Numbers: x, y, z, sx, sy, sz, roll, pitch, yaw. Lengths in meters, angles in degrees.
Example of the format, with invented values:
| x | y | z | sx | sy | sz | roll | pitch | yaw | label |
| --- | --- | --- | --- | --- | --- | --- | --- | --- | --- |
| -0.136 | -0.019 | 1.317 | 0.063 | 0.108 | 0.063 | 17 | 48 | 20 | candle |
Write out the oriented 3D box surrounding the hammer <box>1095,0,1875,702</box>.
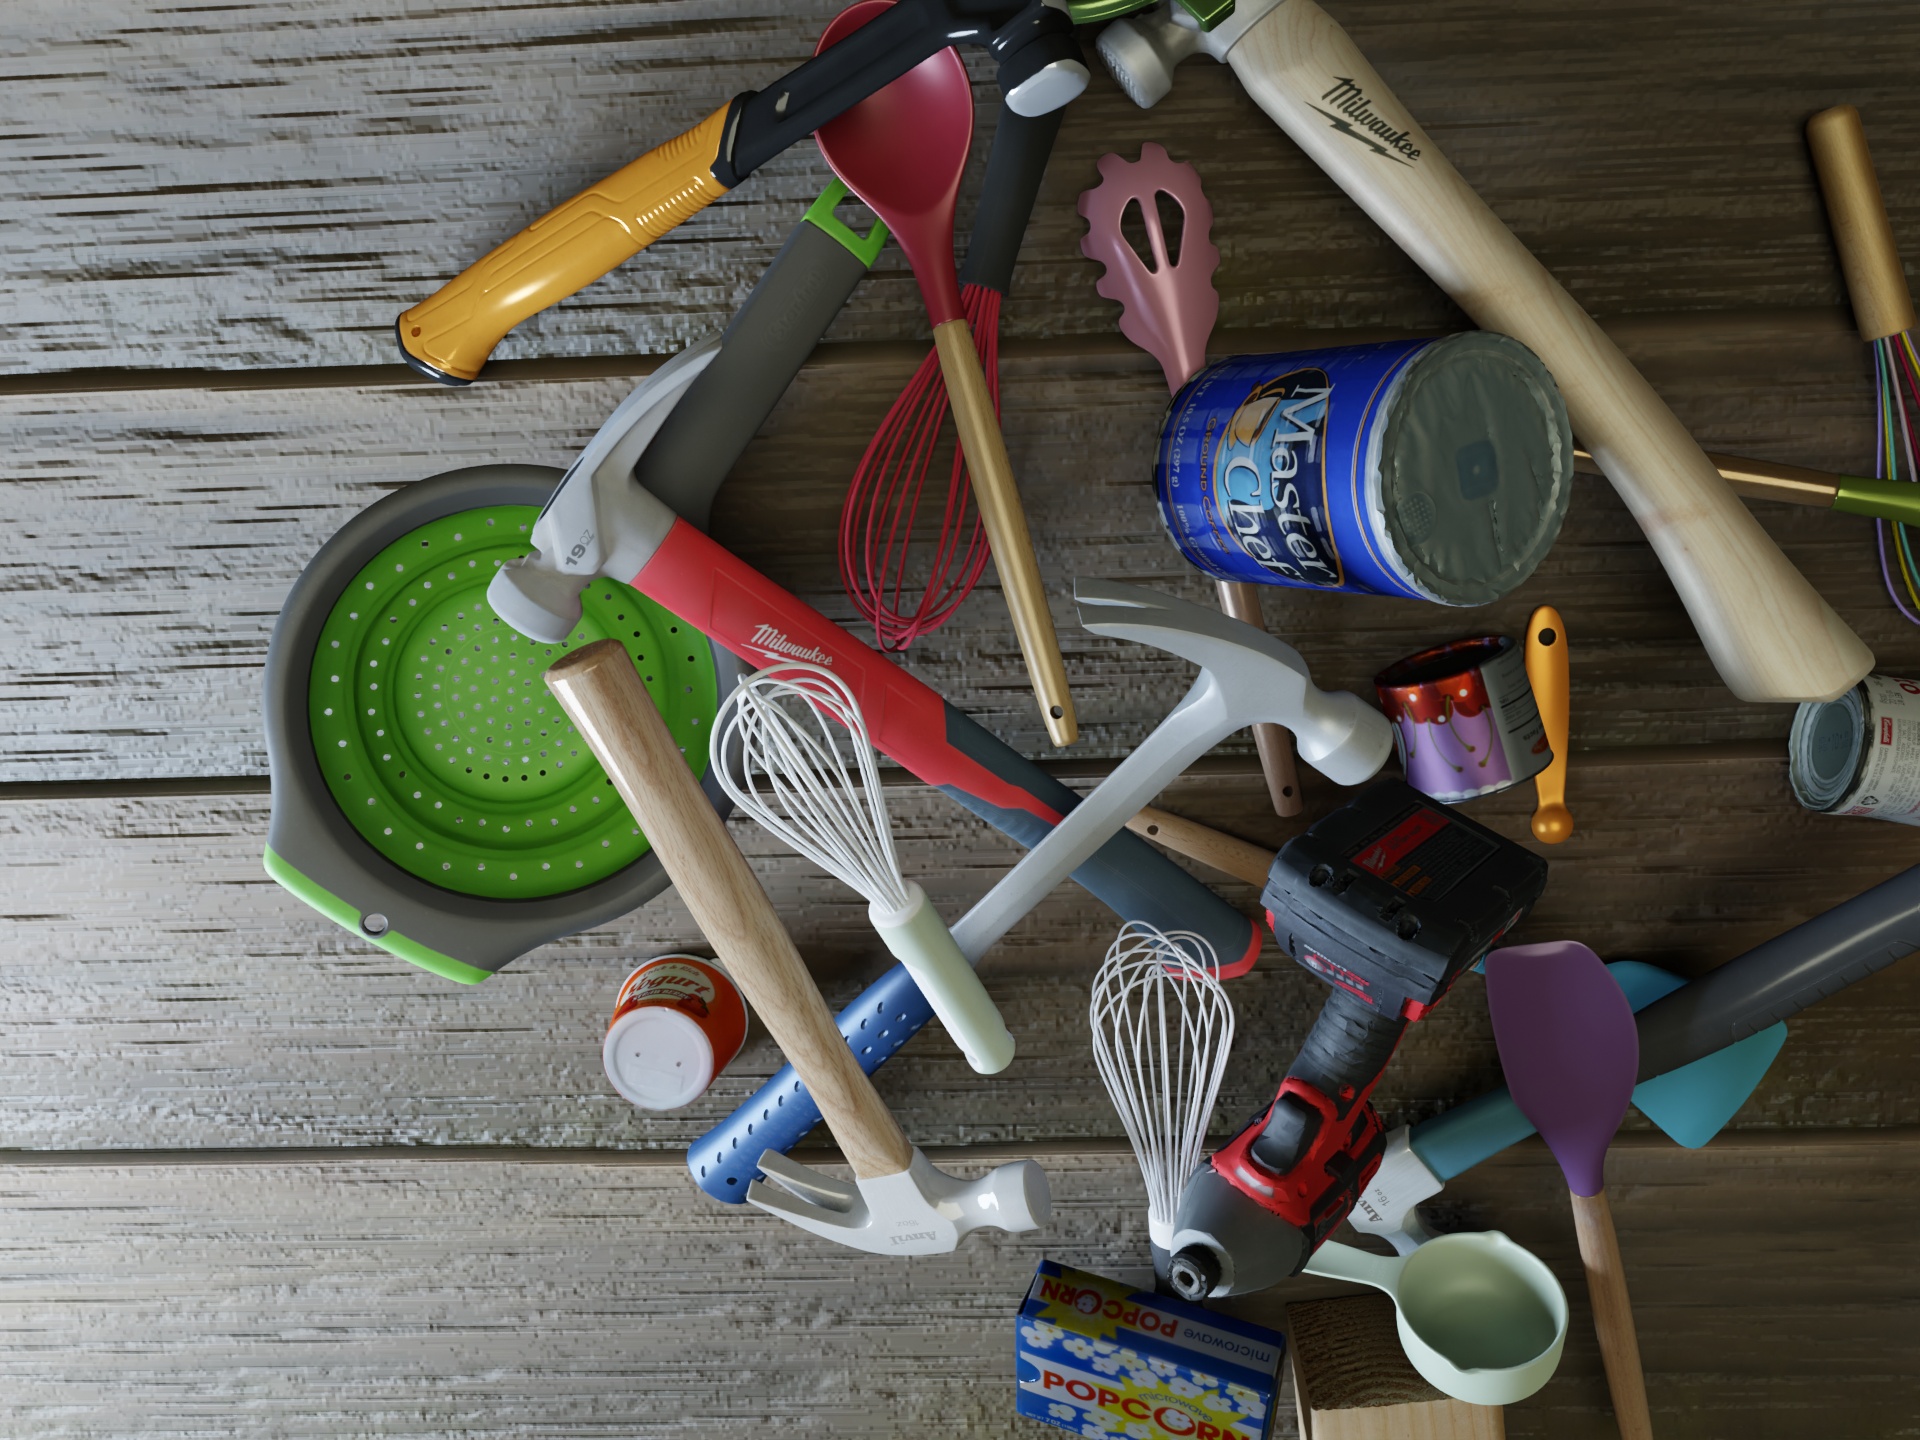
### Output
| x | y | z | sx | sy | sz | roll | pitch | yaw | label |
| --- | --- | --- | --- | --- | --- | --- | --- | --- | --- |
| 0.241 | -0.180 | 0.665 | 0.146 | 0.038 | 0.410 | -40 | 86 | 9 | hammer |

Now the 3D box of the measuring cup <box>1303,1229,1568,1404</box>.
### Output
| x | y | z | sx | sy | sz | roll | pitch | yaw | label |
| --- | --- | --- | --- | --- | --- | --- | --- | --- | --- |
| 0.203 | 0.277 | 0.766 | 0.168 | 0.083 | 0.038 | 7 | 126 | 27 | measuring cup |

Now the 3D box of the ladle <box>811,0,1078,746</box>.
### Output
| x | y | z | sx | sy | sz | roll | pitch | yaw | label |
| --- | --- | --- | --- | --- | --- | --- | --- | --- | --- |
| 0.004 | -0.141 | 0.668 | 0.069 | 0.031 | 0.315 | -15 | 93 | 14 | ladle |

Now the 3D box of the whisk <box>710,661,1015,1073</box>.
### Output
| x | y | z | sx | sy | sz | roll | pitch | yaw | label |
| --- | --- | --- | --- | --- | --- | --- | --- | --- | --- |
| -0.030 | 0.069 | 0.640 | 0.059 | 0.058 | 0.246 | -37 | 129 | -11 | whisk |

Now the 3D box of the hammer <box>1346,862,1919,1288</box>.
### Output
| x | y | z | sx | sy | sz | roll | pitch | yaw | label |
| --- | --- | --- | --- | --- | --- | --- | --- | --- | --- |
| 0.312 | 0.152 | 0.730 | 0.331 | 0.033 | 0.128 | -37 | 101 | 25 | hammer |

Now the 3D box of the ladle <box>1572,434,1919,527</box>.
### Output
| x | y | z | sx | sy | sz | roll | pitch | yaw | label |
| --- | --- | --- | --- | --- | --- | --- | --- | --- | --- |
| 0.346 | -0.102 | 0.677 | 0.320 | 0.062 | 0.078 | 12 | 102 | 14 | ladle |

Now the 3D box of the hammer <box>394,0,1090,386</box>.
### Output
| x | y | z | sx | sy | sz | roll | pitch | yaw | label |
| --- | --- | --- | --- | --- | --- | --- | --- | --- | --- |
| -0.113 | -0.236 | 0.660 | 0.337 | 0.034 | 0.127 | -23 | 83 | 25 | hammer |

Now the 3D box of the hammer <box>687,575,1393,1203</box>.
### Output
| x | y | z | sx | sy | sz | roll | pitch | yaw | label |
| --- | --- | --- | --- | --- | --- | --- | --- | --- | --- |
| -0.004 | 0.098 | 0.712 | 0.144 | 0.035 | 0.405 | 31 | 120 | -22 | hammer |

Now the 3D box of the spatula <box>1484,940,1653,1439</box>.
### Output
| x | y | z | sx | sy | sz | roll | pitch | yaw | label |
| --- | --- | --- | --- | --- | --- | --- | --- | --- | --- |
| 0.299 | 0.238 | 0.744 | 0.060 | 0.018 | 0.315 | -10 | 111 | 20 | spatula |

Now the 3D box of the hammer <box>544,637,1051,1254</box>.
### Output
| x | y | z | sx | sy | sz | roll | pitch | yaw | label |
| --- | --- | --- | --- | --- | --- | --- | --- | --- | --- |
| -0.084 | 0.111 | 0.689 | 0.130 | 0.031 | 0.331 | -18 | 115 | 21 | hammer |

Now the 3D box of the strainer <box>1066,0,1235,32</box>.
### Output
| x | y | z | sx | sy | sz | roll | pitch | yaw | label |
| --- | --- | --- | --- | --- | --- | --- | --- | --- | --- |
| 0.004 | -0.348 | 0.668 | 0.256 | 0.069 | 0.151 | 5 | 85 | 16 | strainer |

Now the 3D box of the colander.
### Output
| x | y | z | sx | sy | sz | roll | pitch | yaw | label |
| --- | --- | --- | --- | --- | --- | --- | --- | --- | --- |
| -0.156 | -0.078 | 0.725 | 0.204 | 0.094 | 0.397 | 35 | 83 | -18 | colander |

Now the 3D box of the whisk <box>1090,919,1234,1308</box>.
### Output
| x | y | z | sx | sy | sz | roll | pitch | yaw | label |
| --- | --- | --- | --- | --- | --- | --- | --- | --- | --- |
| 0.100 | 0.217 | 0.767 | 0.070 | 0.070 | 0.284 | -4 | 118 | 3 | whisk |

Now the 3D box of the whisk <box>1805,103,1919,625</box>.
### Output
| x | y | z | sx | sy | sz | roll | pitch | yaw | label |
| --- | --- | --- | --- | --- | --- | --- | --- | --- | --- |
| 0.419 | -0.151 | 0.700 | 0.051 | 0.047 | 0.245 | -19 | 97 | 8 | whisk |

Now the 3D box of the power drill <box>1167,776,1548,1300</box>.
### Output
| x | y | z | sx | sy | sz | roll | pitch | yaw | label |
| --- | --- | --- | --- | --- | --- | --- | --- | --- | --- |
| 0.154 | 0.145 | 0.671 | 0.079 | 0.143 | 0.219 | 32 | 123 | 29 | power drill |

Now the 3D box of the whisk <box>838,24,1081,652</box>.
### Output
| x | y | z | sx | sy | sz | roll | pitch | yaw | label |
| --- | --- | --- | --- | --- | --- | --- | --- | --- | --- |
| 0.005 | -0.173 | 0.707 | 0.073 | 0.073 | 0.296 | 16 | 97 | -1 | whisk |

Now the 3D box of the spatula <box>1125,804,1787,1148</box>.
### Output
| x | y | z | sx | sy | sz | roll | pitch | yaw | label |
| --- | --- | --- | --- | --- | --- | --- | --- | --- | --- |
| 0.226 | 0.107 | 0.762 | 0.317 | 0.044 | 0.082 | 22 | 116 | -1 | spatula |

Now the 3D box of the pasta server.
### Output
| x | y | z | sx | sy | sz | roll | pitch | yaw | label |
| --- | --- | --- | --- | --- | --- | --- | --- | --- | --- |
| 0.117 | -0.104 | 0.733 | 0.060 | 0.040 | 0.316 | -15 | 105 | 6 | pasta server |

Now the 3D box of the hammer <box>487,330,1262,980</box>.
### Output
| x | y | z | sx | sy | sz | roll | pitch | yaw | label |
| --- | --- | --- | --- | --- | --- | --- | --- | --- | --- |
| -0.001 | -0.002 | 0.697 | 0.386 | 0.038 | 0.143 | 34 | 106 | -21 | hammer |

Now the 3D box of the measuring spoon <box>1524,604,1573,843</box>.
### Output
| x | y | z | sx | sy | sz | roll | pitch | yaw | label |
| --- | --- | --- | --- | --- | --- | --- | --- | --- | --- |
| 0.280 | 0.003 | 0.753 | 0.021 | 0.011 | 0.117 | -6 | 102 | 4 | measuring spoon |
